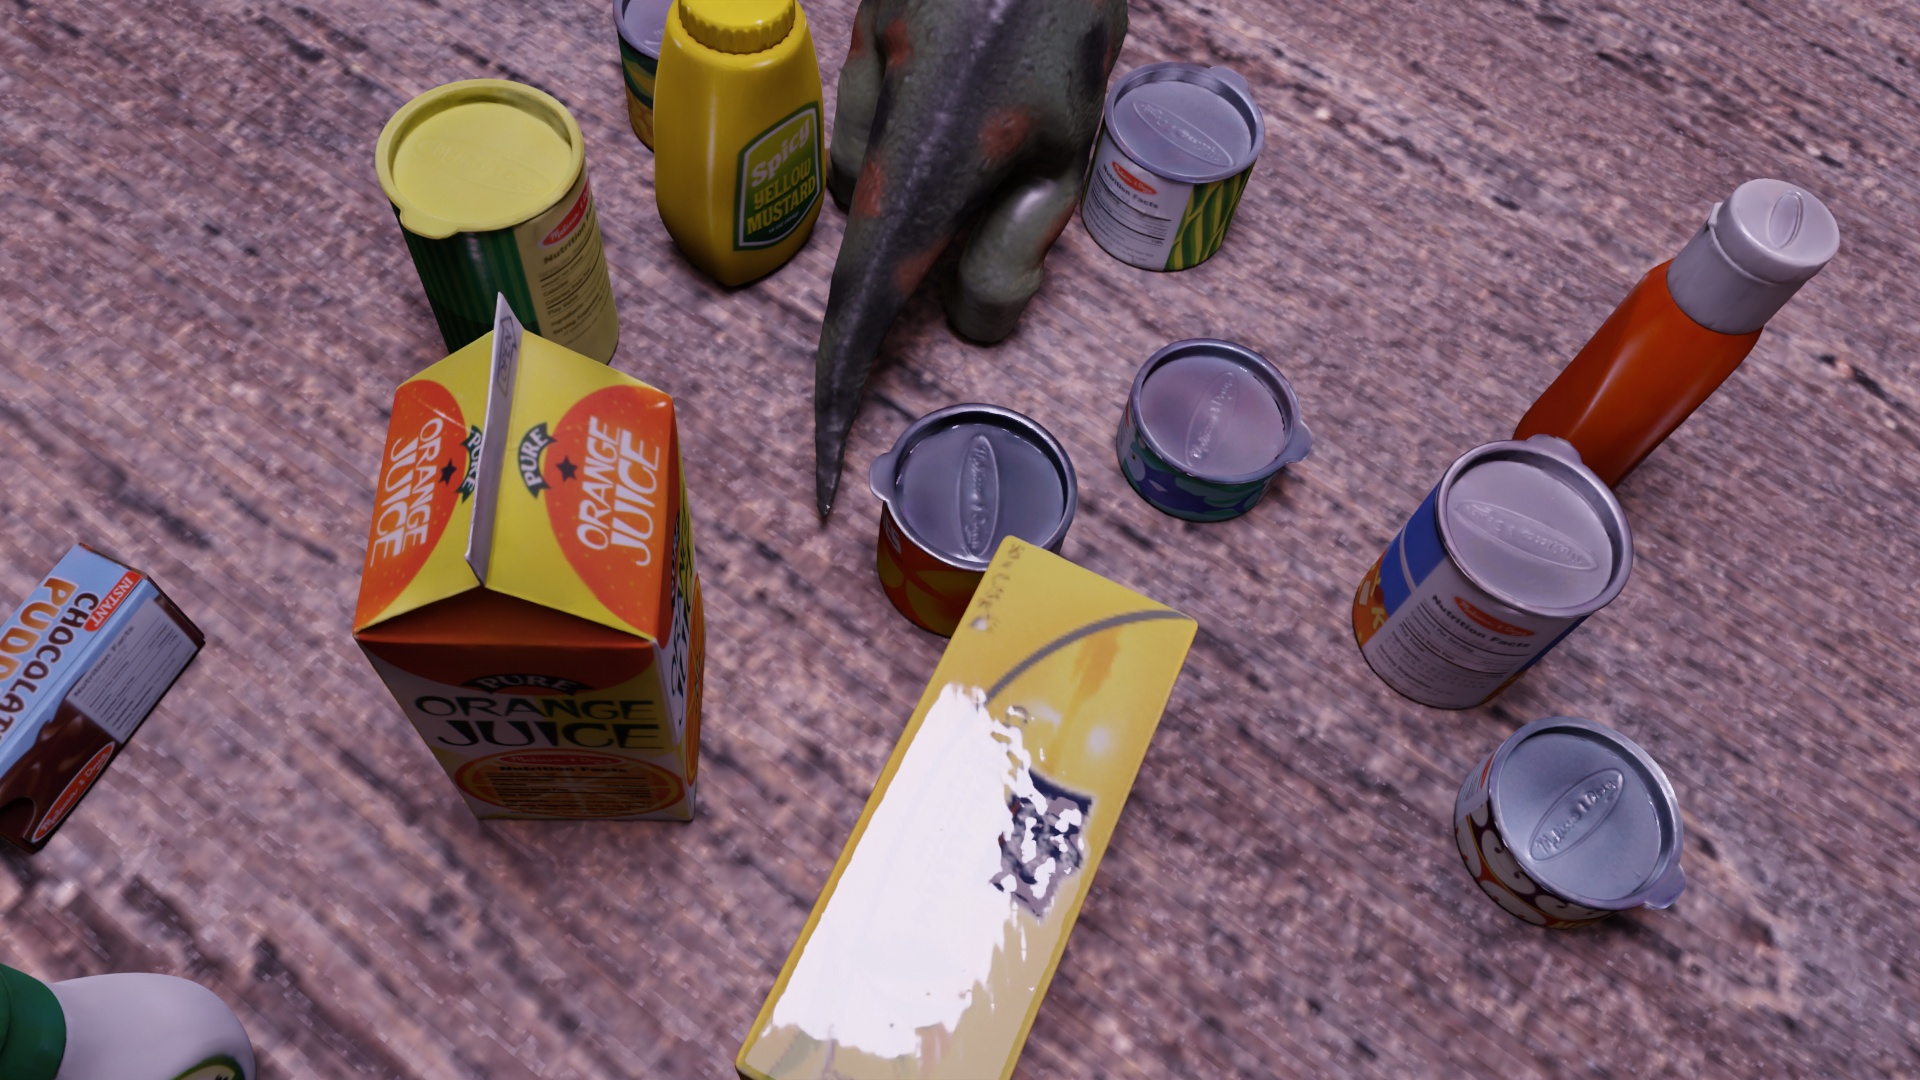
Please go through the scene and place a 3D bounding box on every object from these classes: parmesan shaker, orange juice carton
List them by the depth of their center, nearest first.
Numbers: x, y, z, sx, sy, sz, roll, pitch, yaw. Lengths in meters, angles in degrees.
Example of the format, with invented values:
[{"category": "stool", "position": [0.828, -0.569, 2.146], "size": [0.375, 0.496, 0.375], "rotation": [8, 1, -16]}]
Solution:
[{"category": "orange juice carton", "position": [-0.114, 0.017, 0.390], "size": [0.073, 0.191, 0.072], "rotation": [1, 62, -6]}, {"category": "parmesan shaker", "position": [-0.164, -0.102, 0.500], "size": [0.071, 0.102, 0.071], "rotation": [3, 62, -5]}]

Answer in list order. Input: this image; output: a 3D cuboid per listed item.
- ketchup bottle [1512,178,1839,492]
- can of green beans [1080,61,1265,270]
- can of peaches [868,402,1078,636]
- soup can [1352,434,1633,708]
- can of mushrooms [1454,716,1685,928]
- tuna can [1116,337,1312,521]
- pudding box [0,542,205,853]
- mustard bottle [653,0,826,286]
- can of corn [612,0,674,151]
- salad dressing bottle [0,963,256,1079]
[{"category": "ketchup bottle", "position": [0.253, -0.068, 0.504], "size": [0.043, 0.148, 0.065], "rotation": [28, 62, 8]}, {"category": "can of green beans", "position": [0.088, -0.156, 0.585], "size": [0.071, 0.057, 0.071], "rotation": [3, 62, -5]}, {"category": "can of peaches", "position": [0.002, -0.006, 0.493], "size": [0.071, 0.057, 0.071], "rotation": [3, 62, -5]}, {"category": "soup can", "position": [0.185, 0.012, 0.490], "size": [0.071, 0.083, 0.071], "rotation": [3, 62, -5]}, {"category": "can of mushrooms", "position": [0.208, 0.099, 0.474], "size": [0.071, 0.033, 0.071], "rotation": [3, 61, -5]}, {"category": "tuna can", "position": [0.097, -0.042, 0.538], "size": [0.071, 0.032, 0.071], "rotation": [3, 61, -5]}, {"category": "pudding box", "position": [-0.282, 0.049, 0.434], "size": [0.030, 0.049, 0.084], "rotation": [23, 62, 6]}, {"category": "mustard bottle", "position": [-0.081, -0.162, 0.510], "size": [0.049, 0.159, 0.065], "rotation": [41, 65, 15]}, {"category": "can of corn", "position": [-0.108, -0.200, 0.585], "size": [0.071, 0.058, 0.071], "rotation": [3, 62, -5]}, {"category": "salad dressing bottle", "position": [-0.222, 0.132, 0.340], "size": [0.044, 0.147, 0.064], "rotation": [43, 66, 16]}]
